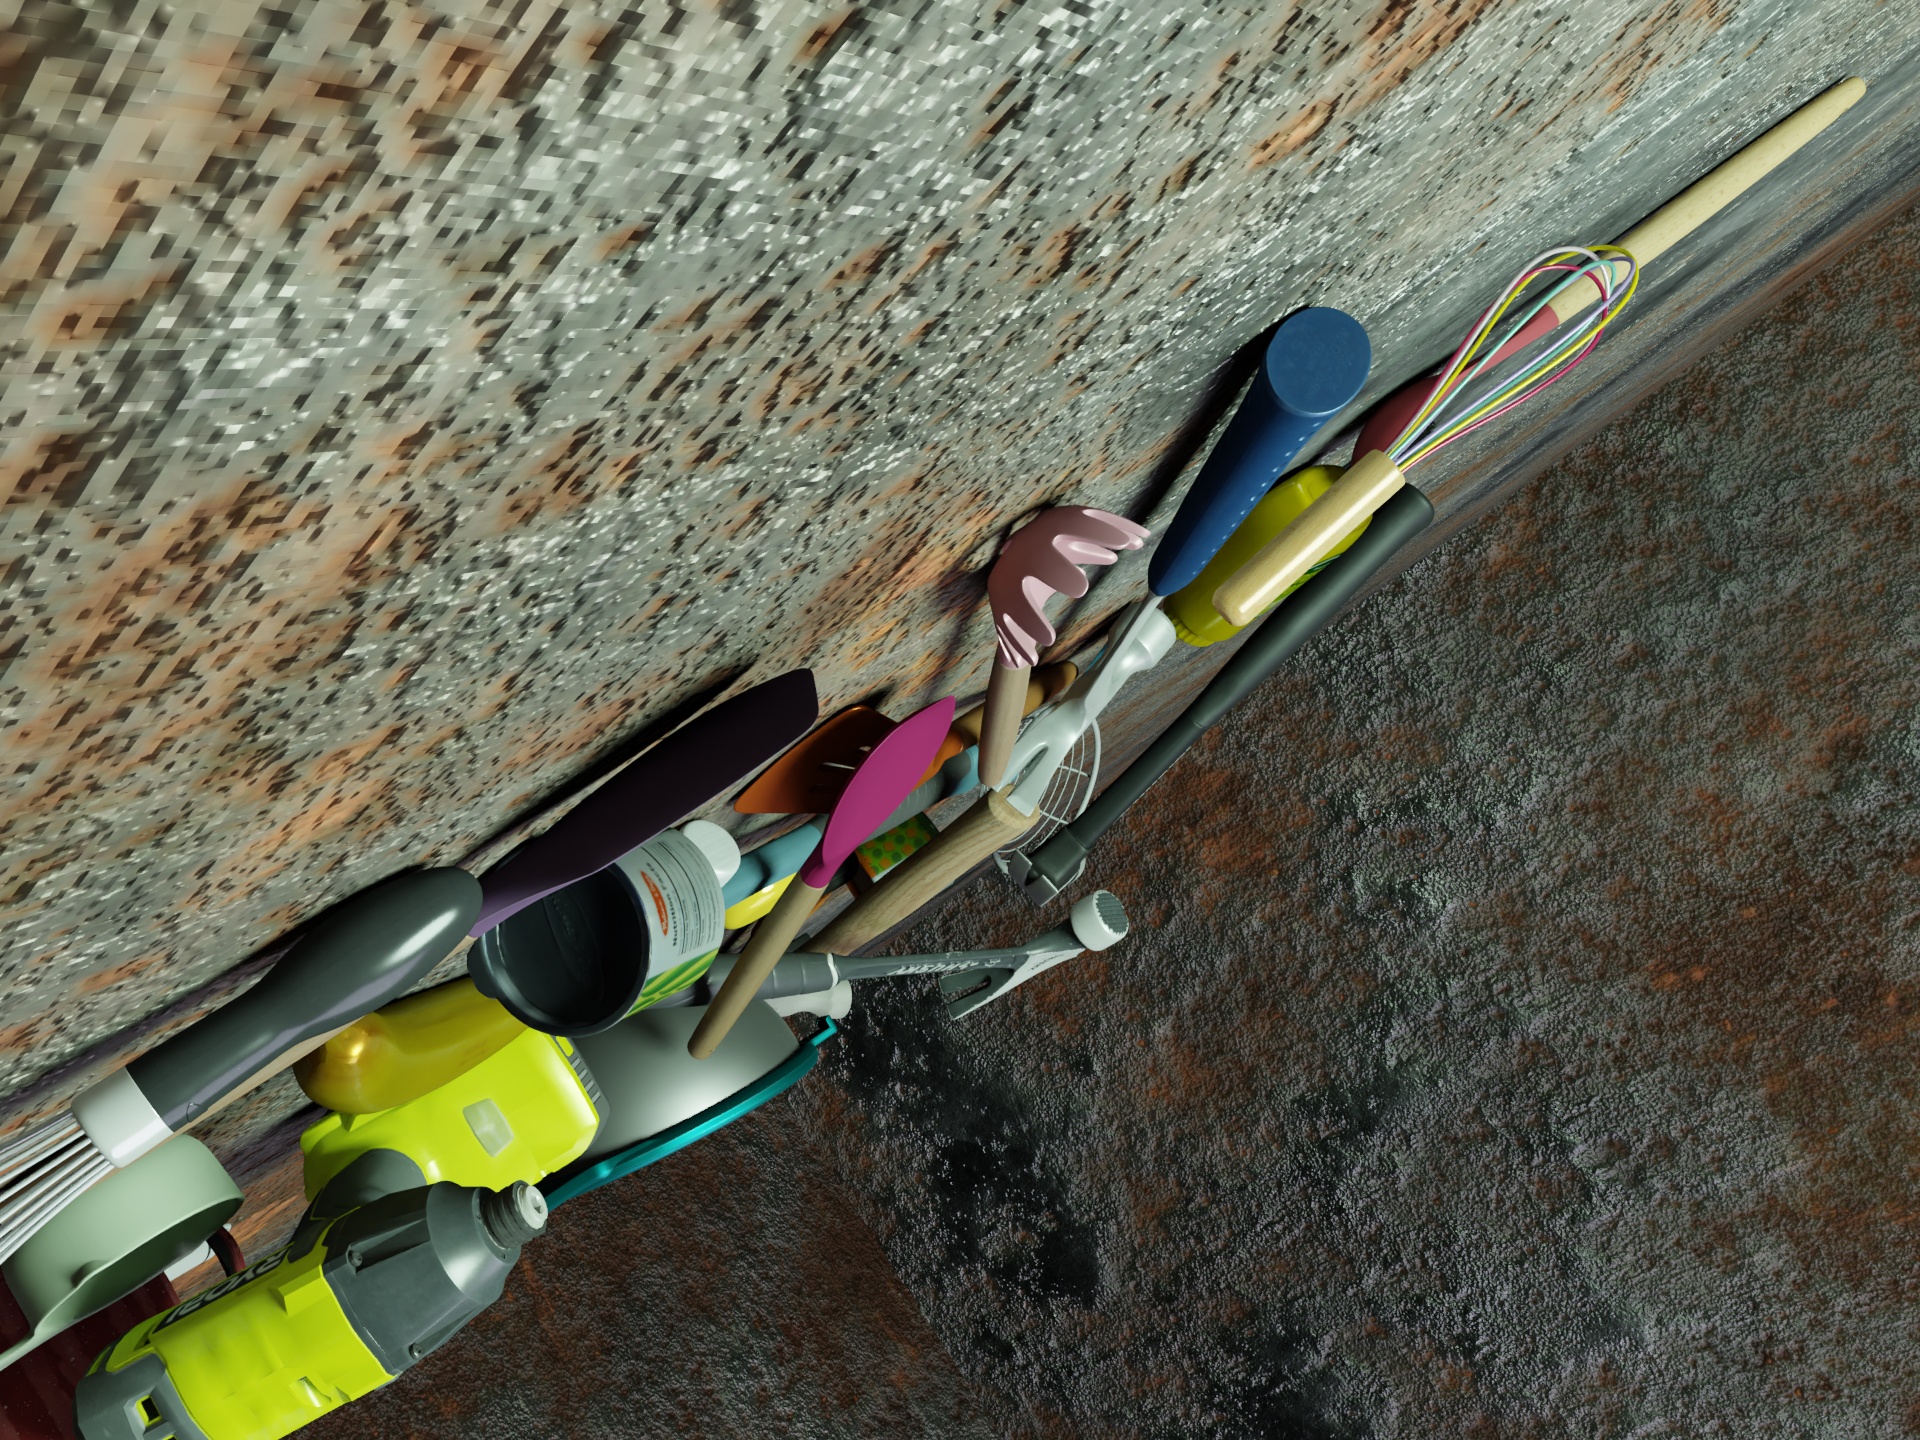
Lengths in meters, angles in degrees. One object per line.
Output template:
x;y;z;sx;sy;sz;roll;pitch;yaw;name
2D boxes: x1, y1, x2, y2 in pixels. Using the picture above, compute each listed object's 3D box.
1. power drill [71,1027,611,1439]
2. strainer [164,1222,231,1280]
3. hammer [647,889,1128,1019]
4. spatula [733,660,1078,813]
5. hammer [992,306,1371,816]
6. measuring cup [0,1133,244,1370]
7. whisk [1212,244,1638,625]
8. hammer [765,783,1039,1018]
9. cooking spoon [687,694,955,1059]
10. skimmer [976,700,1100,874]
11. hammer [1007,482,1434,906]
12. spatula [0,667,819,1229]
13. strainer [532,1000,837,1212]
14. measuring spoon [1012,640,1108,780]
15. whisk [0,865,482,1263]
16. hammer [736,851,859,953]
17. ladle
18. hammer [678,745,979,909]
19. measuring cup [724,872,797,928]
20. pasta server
-0.224;0.199;0.643;0.171;0.080;0.223;-29;-172;3;power drill
-0.414;0.278;0.726;0.087;0.050;0.258;-50;174;8;strainer
-0.070;0.149;0.951;0.149;0.036;0.408;-35;155;33;hammer
-0.001;-0.003;0.811;0.081;0.041;0.322;-39;176;26;spatula
0.088;-0.057;0.709;0.144;0.035;0.405;-49;175;-17;hammer
-0.339;0.206;0.563;0.167;0.038;0.083;-35;171;-9;measuring cup
0.209;-0.131;0.722;0.245;0.047;0.051;-42;162;0;whisk
-0.059;0.122;1.002;0.130;0.031;0.331;7;148;-33;hammer
-0.079;0.087;0.759;0.069;0.017;0.318;-31;163;-43;cooking spoon
0.129;-0.017;1.016;0.127;0.090;0.363;-26;169;-46;skimmer
0.152;-0.012;0.949;0.334;0.035;0.146;-46;172;11;hammer
-0.176;0.074;0.498;0.316;0.018;0.060;-33;-153;6;spatula
-0.214;0.212;0.903;0.211;0.095;0.340;-25;177;13;strainer
0.073;-0.010;0.950;0.128;0.021;0.042;-54;174;12;measuring spoon
-0.247;0.124;0.411;0.284;0.070;0.070;-36;174;-26;whisk
-0.128;0.146;1.156;0.127;0.034;0.336;-30;171;-28;hammer
0.321;-0.221;0.804;0.315;0.031;0.069;-37;175;6;ladle
-0.073;0.061;0.827;0.128;0.033;0.331;-46;169;28;hammer
-0.137;0.102;0.843;0.062;0.029;0.156;-38;172;27;measuring cup
0.027;-0.015;0.673;0.060;0.040;0.316;-48;170;-15;pasta server
